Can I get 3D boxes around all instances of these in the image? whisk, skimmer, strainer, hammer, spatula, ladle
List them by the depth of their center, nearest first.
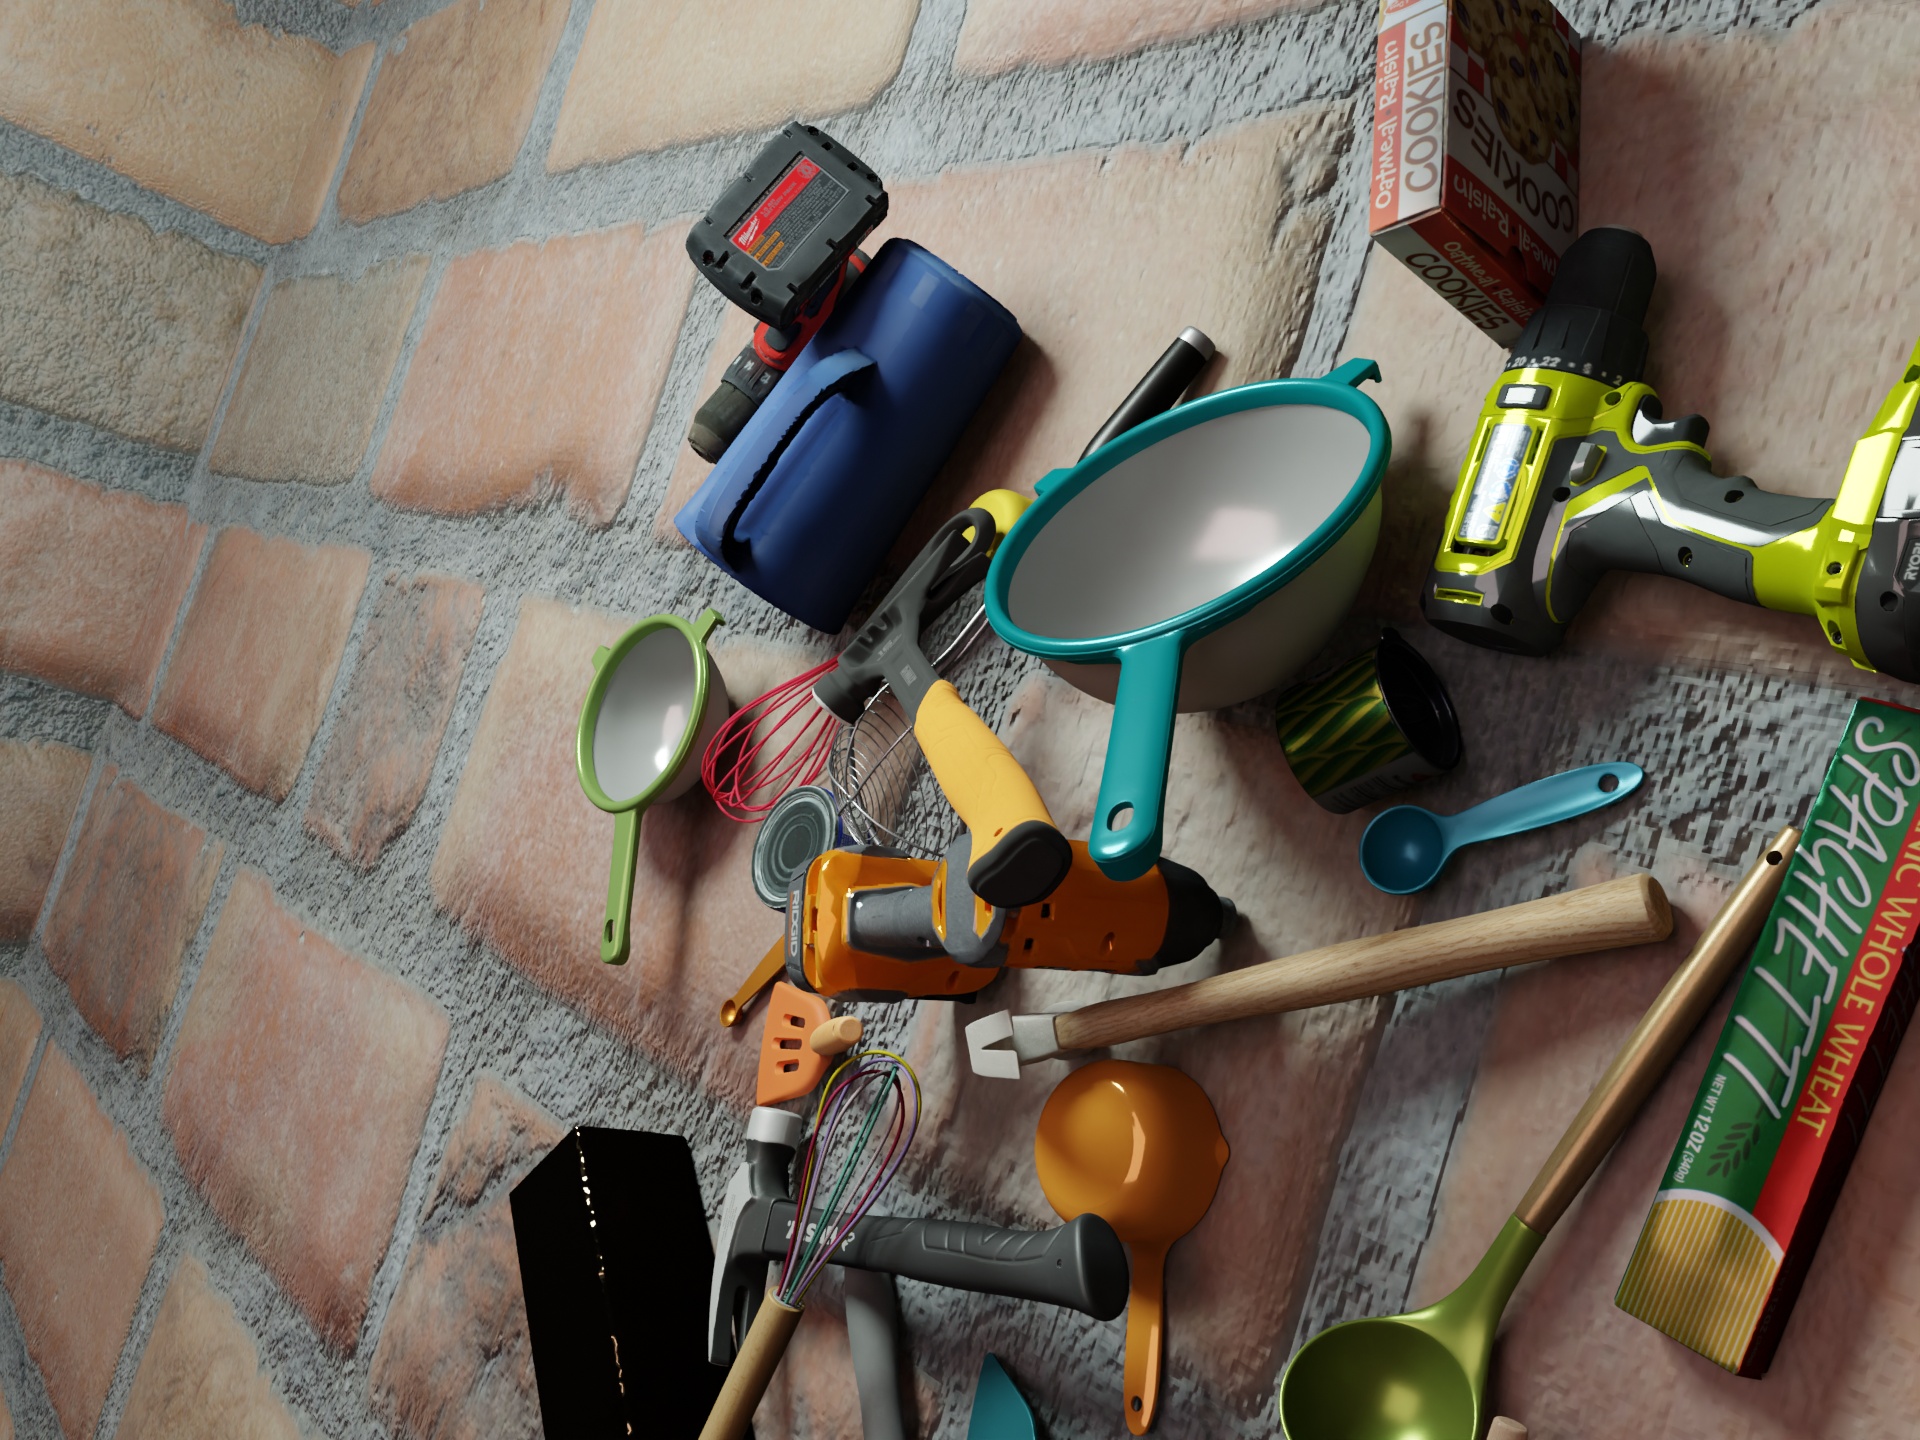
[{"bbox_3d":[0.233,0.175,0.624,0.078,0.062,0.320,40,102,47],"label":"ladle"},{"bbox_3d":[0.107,0.366,0.709,0.317,0.044,0.082,1,74,43],"label":"spatula"},{"bbox_3d":[0.144,0.119,0.715,0.331,0.130,0.031,-20,77,32],"label":"hammer"},{"bbox_3d":[0.112,-0.030,0.742,0.211,0.095,0.341,-17,35,27],"label":"strainer"},{"bbox_3d":[-0.001,-0.002,0.769,0.127,0.034,0.337,-47,22,6],"label":"hammer"},{"bbox_3d":[-0.034,0.281,0.833,0.335,0.035,0.146,-16,56,51],"label":"hammer"},{"bbox_3d":[-0.085,0.282,0.834,0.245,0.047,0.051,-65,13,6],"label":"whisk"},{"bbox_3d":[-0.037,0.386,0.842,0.055,0.055,0.239,-38,45,31],"label":"whisk"},{"bbox_3d":[-0.085,0.178,0.889,0.322,0.041,0.081,125,154,-74],"label":"spatula"},{"bbox_3d":[0.043,-0.067,0.947,0.363,0.090,0.127,-52,49,4],"label":"skimmer"},{"bbox_3d":[-0.075,-0.032,1.024,0.295,0.073,0.073,-45,47,28],"label":"whisk"},{"bbox_3d":[-0.215,0.052,1.148,0.151,0.069,0.256,-13,66,41],"label":"strainer"}]

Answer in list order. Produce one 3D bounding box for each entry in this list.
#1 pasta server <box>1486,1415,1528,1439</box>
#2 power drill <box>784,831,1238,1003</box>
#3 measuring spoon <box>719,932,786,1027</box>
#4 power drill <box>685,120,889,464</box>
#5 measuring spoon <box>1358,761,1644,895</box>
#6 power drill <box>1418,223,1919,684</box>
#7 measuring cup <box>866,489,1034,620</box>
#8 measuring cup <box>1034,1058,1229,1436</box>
[{"bbox_3d":[0.169,0.418,0.598,0.060,0.040,0.316,13,86,49],"label":"pasta server"},{"bbox_3d":[0.023,0.103,0.822,0.226,0.164,0.084,-17,68,56],"label":"power drill"},{"bbox_3d":[-0.121,0.162,1.049,0.117,0.011,0.021,-48,40,18],"label":"measuring spoon"},{"bbox_3d":[-0.123,-0.273,1.068,0.188,0.080,0.226,-50,-3,-8],"label":"power drill"},{"bbox_3d":[0.239,0.046,0.703,0.128,0.021,0.042,-23,57,29],"label":"measuring spoon"},{"bbox_3d":[0.310,-0.111,0.642,0.229,0.080,0.190,18,88,52],"label":"power drill"},{"bbox_3d":[-0.013,-0.099,1.018,0.156,0.029,0.062,-25,57,36],"label":"measuring cup"},{"bbox_3d":[0.075,0.249,0.765,0.095,0.052,0.174,-16,62,43],"label":"measuring cup"}]
